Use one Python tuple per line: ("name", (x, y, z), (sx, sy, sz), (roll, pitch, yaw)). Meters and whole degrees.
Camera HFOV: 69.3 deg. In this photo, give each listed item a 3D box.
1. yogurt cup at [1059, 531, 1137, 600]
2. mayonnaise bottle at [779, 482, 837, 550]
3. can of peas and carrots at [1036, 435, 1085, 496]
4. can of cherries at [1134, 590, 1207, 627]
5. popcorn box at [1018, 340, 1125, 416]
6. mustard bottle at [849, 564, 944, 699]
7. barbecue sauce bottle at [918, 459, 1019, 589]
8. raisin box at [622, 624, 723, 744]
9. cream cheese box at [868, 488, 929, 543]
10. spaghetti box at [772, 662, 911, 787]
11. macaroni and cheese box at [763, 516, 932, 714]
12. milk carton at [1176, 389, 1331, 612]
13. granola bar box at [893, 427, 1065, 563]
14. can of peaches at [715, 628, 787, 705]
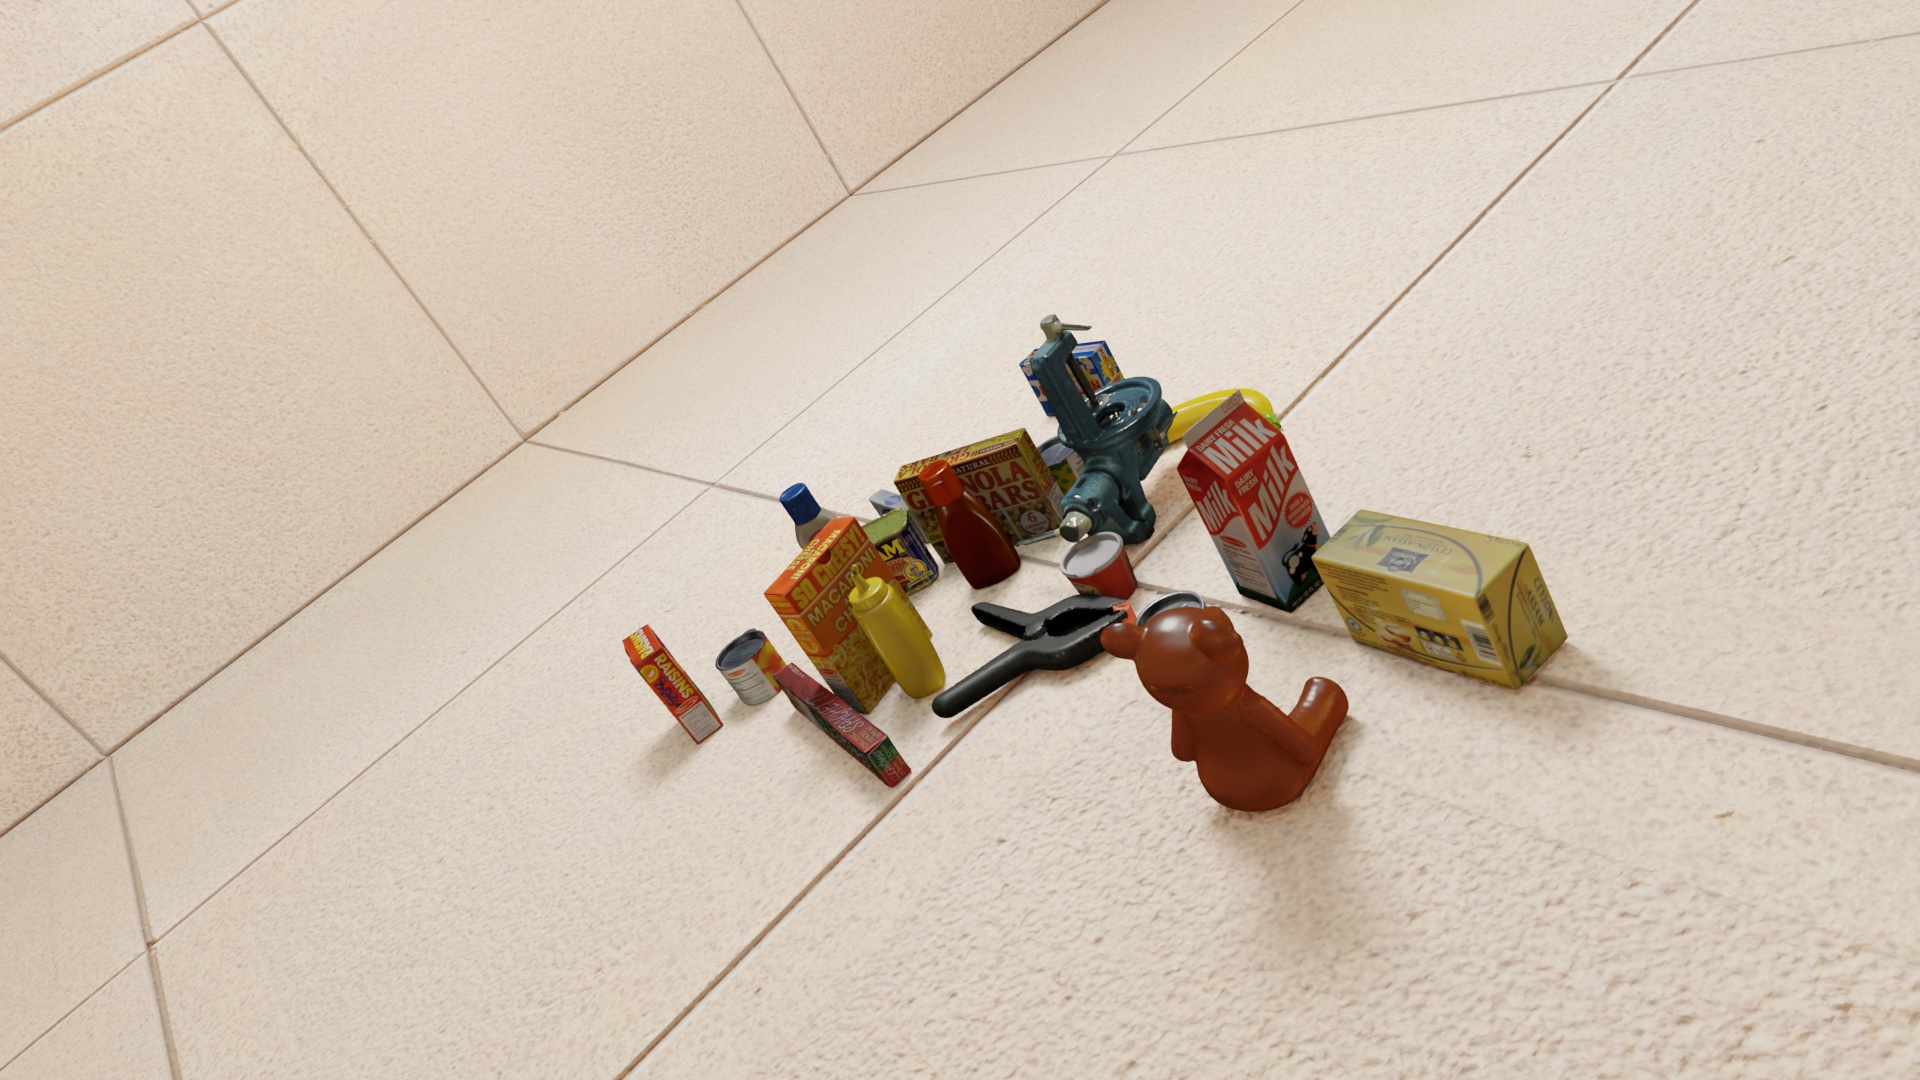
("yogurt cup", (0.140, 0.032, 1.379), (0.072, 0.053, 0.073), (-25, 27, 14))
("mayonnaise bottle", (-0.163, -0.001, 1.653), (0.065, 0.147, 0.041), (-32, 26, -1))
("can of peas and carrots", (0.118, -0.081, 1.595), (0.071, 0.058, 0.071), (-25, 27, 14))
("can of cherries", (0.196, 0.087, 1.218), (0.071, 0.058, 0.072), (-25, 27, 14))
("popcorn box", (0.145, -0.203, 1.749), (0.126, 0.085, 0.038), (1, 41, 48))
("mustard bottle", (-0.071, 0.085, 1.391), (0.049, 0.159, 0.065), (-29, 26, 7))
("barbecue sauce bottle", (0.005, -0.019, 1.505), (0.065, 0.148, 0.044), (-26, 26, 12))
("raisin box", (-0.327, 0.162, 1.572), (0.040, 0.123, 0.086), (-36, 26, -9))
("cream cheese box", (-0.070, -0.030, 1.714), (0.024, 0.053, 0.104), (-41, 27, -18))
("spaghetti box", (-0.124, 0.183, 1.402), (0.029, 0.050, 0.250), (-39, 27, -15))
("macaroni and cheese box", (-0.113, 0.077, 1.443), (0.040, 0.166, 0.124), (-3, 38, 45))
("milk carton", (0.256, -0.036, 1.219), (0.072, 0.190, 0.073), (-39, 27, -15))
("granola bar box", (0.025, -0.048, 1.562), (0.165, 0.124, 0.039), (-16, 30, 29))
("can of peaches", (-0.235, 0.143, 1.580), (0.071, 0.058, 0.071), (-25, 27, 14))
